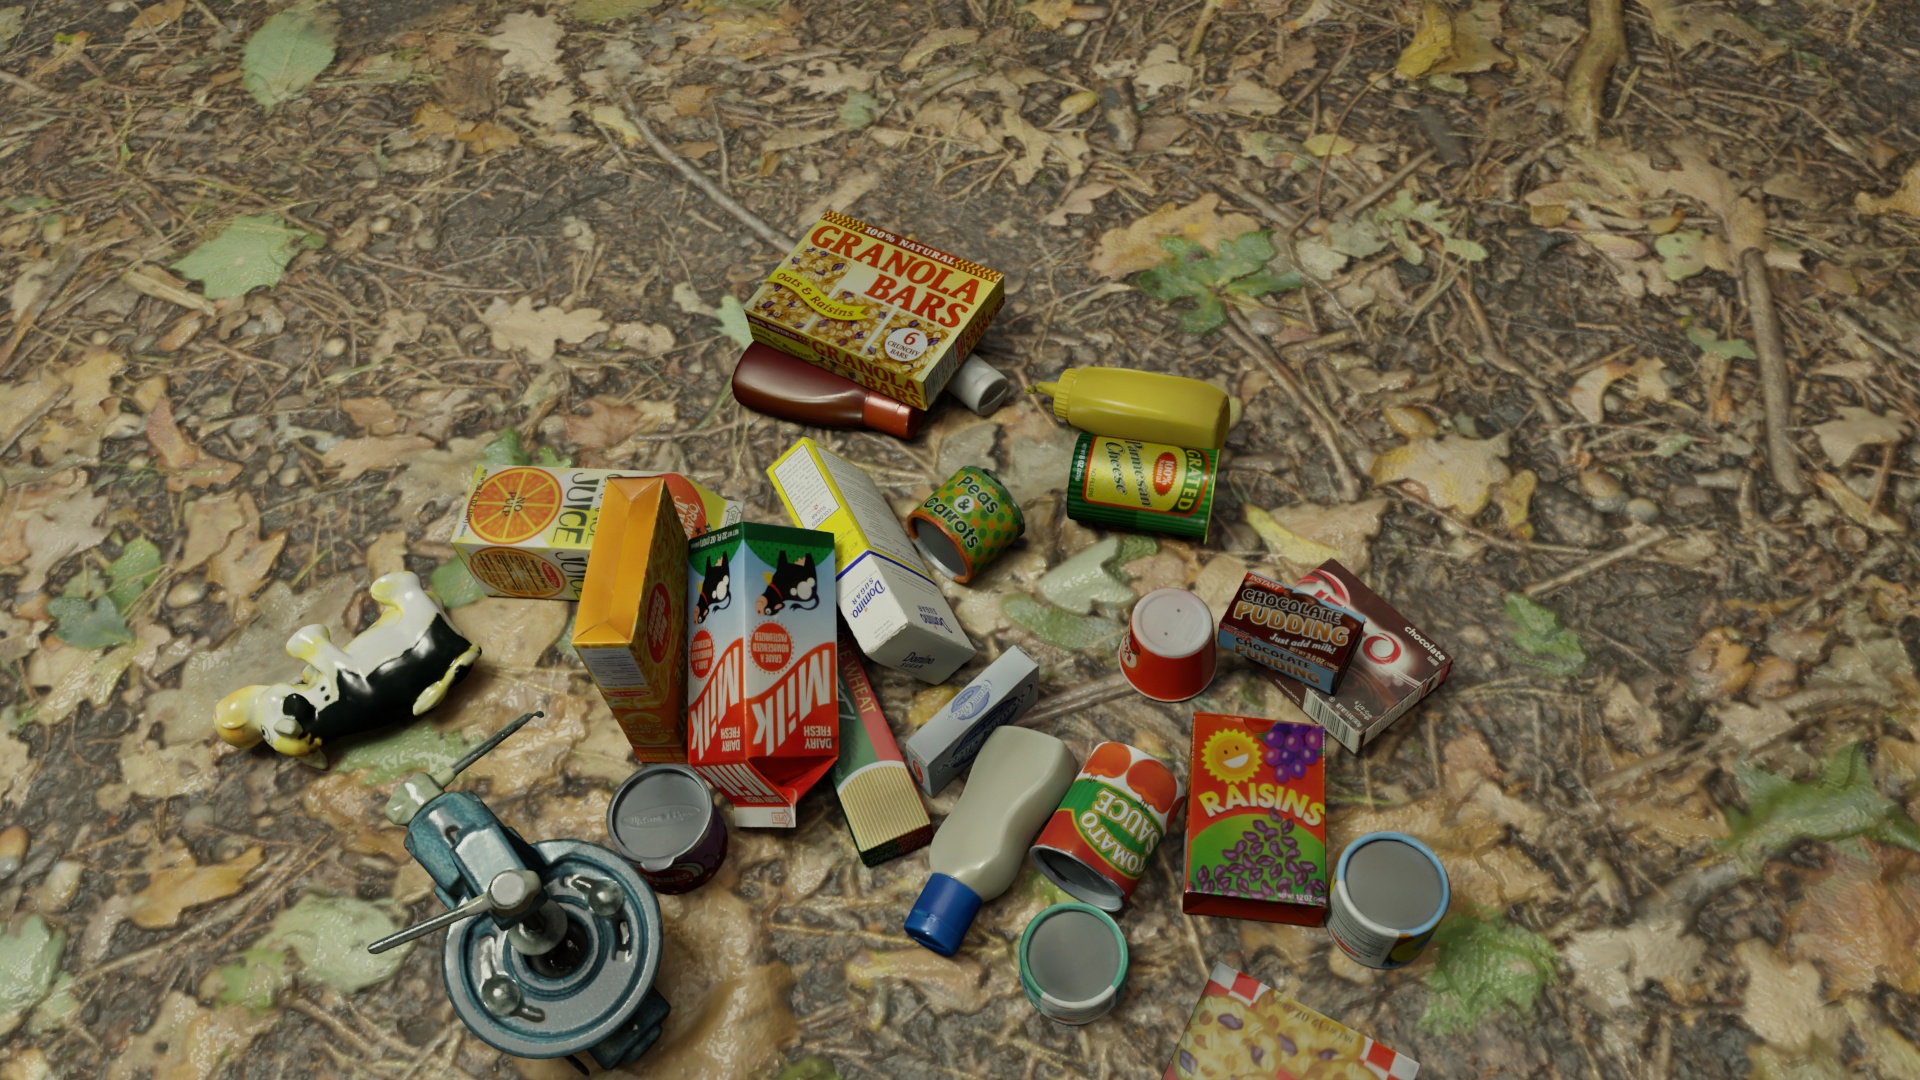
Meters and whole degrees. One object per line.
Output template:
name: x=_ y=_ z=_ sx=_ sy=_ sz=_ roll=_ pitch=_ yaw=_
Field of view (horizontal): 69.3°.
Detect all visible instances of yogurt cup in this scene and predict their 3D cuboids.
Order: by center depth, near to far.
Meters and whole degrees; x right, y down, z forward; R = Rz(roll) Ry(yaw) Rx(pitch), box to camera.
yogurt cup: x=0.142 y=0.068 z=0.944 sx=0.072 sy=0.053 sz=0.073 roll=-2 pitch=56 yaw=3

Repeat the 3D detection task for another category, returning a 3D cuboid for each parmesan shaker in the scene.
parmesan shaker: x=0.133 y=-0.038 z=1.012 sx=0.103 sy=0.071 sz=0.071 roll=8 pitch=57 yaw=10

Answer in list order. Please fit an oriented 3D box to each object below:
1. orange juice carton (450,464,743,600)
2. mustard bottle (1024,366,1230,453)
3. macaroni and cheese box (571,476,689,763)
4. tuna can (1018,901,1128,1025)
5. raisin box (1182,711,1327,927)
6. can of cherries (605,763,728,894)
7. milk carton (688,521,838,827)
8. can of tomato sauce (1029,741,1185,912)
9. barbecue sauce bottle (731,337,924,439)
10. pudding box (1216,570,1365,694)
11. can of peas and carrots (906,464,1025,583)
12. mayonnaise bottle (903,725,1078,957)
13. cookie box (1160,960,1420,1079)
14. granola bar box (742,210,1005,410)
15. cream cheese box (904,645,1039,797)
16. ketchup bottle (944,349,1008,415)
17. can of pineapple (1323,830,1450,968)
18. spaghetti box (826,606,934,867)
orange juice carton: x=-0.258 y=-0.003 z=1.012 sx=0.193 sy=0.072 sz=0.072 roll=3 pitch=56 yaw=6
mustard bottle: x=0.124 y=-0.103 z=1.060 sx=0.160 sy=0.065 sz=0.049 roll=16 pitch=62 yaw=19
macaroni and cheese box: x=-0.202 y=0.056 z=0.911 sx=0.040 sy=0.165 sz=0.124 roll=0 pitch=56 yaw=4
tuna can: x=0.068 y=0.251 z=0.836 sx=0.071 sy=0.032 sz=0.071 roll=-2 pitch=56 yaw=3
raisin box: x=0.185 y=0.174 z=0.877 sx=0.086 sy=0.040 sz=0.124 roll=4 pitch=55 yaw=8
can of cherries: x=-0.186 y=0.187 z=0.885 sx=0.071 sy=0.058 sz=0.072 roll=-1 pitch=55 yaw=2
milk carton: x=-0.129 y=0.089 z=0.902 sx=0.073 sy=0.072 sz=0.191 roll=7 pitch=76 yaw=-40
can of tomato sauce: x=0.093 y=0.177 z=0.863 sx=0.071 sy=0.070 sz=0.083 roll=26 pitch=61 yaw=20
barbecue sauce bottle: x=-0.103 y=-0.118 z=1.098 sx=0.148 sy=0.043 sz=0.065 roll=18 pitch=58 yaw=15
pudding box: x=0.217 y=0.059 z=0.912 sx=0.084 sy=0.030 sz=0.050 roll=24 pitch=60 yaw=22
can of peas and carrots: x=0.004 y=-0.013 z=1.000 sx=0.071 sy=0.070 sz=0.059 roll=38 pitch=66 yaw=26
mayonnaise bottle: x=0.016 y=0.188 z=0.875 sx=0.065 sy=0.041 sz=0.149 roll=7 pitch=54 yaw=41
cookie box: x=0.162 y=0.338 z=0.764 sx=0.123 sy=0.040 sz=0.168 roll=24 pitch=59 yaw=19
granola bar box: x=-0.066 y=-0.183 z=1.089 sx=0.166 sy=0.039 sz=0.125 roll=24 pitch=62 yaw=20
cream cheese box: x=0.009 y=0.119 z=0.919 sx=0.104 sy=0.053 sz=0.024 roll=-40 pitch=64 yaw=-21
ketchup bottle: x=-0.025 y=-0.155 z=1.118 sx=0.065 sy=0.043 sz=0.149 roll=-40 pitch=62 yaw=-19
can of pineapple: x=0.255 y=0.214 z=0.832 sx=0.071 sy=0.057 sz=0.071 roll=-2 pitch=55 yaw=3
spaghetti box: x=-0.087 y=0.103 z=0.953 sx=0.050 sy=0.028 sz=0.251 roll=-20 pitch=57 yaw=-10
